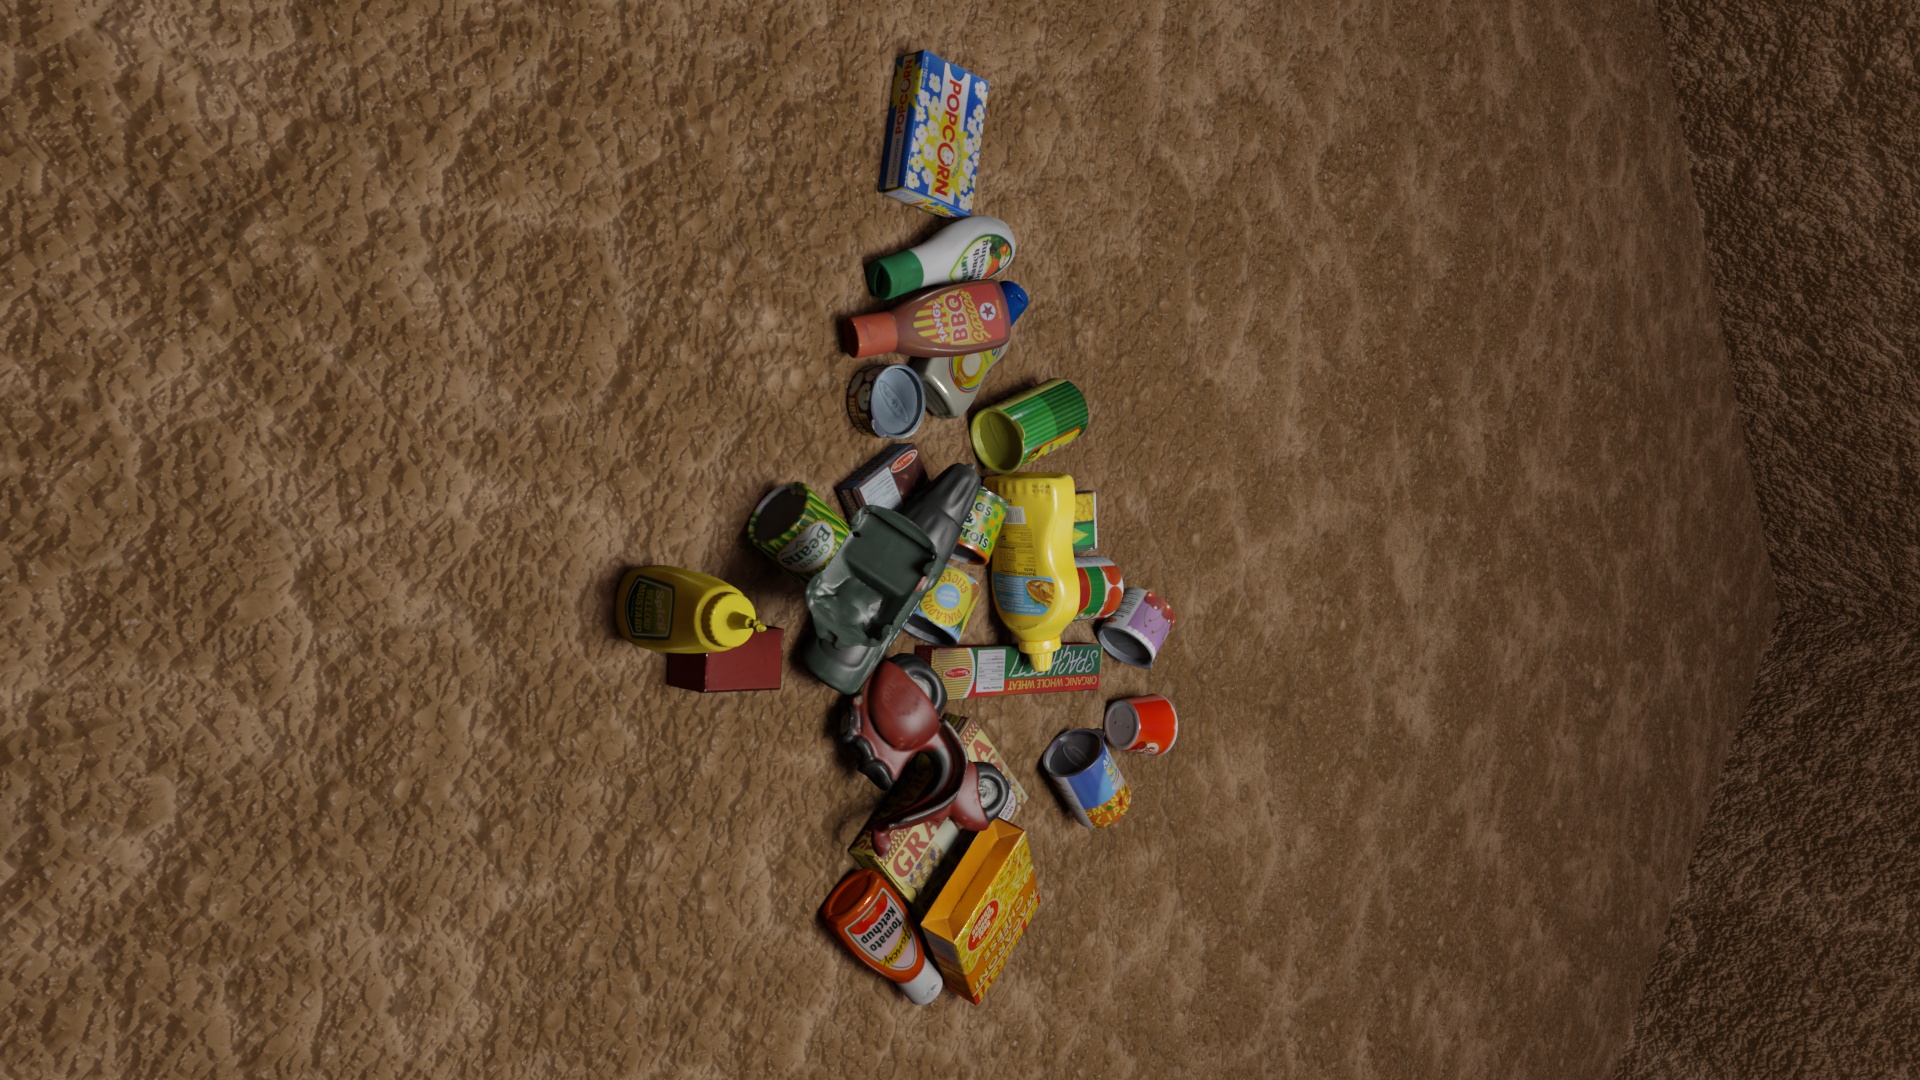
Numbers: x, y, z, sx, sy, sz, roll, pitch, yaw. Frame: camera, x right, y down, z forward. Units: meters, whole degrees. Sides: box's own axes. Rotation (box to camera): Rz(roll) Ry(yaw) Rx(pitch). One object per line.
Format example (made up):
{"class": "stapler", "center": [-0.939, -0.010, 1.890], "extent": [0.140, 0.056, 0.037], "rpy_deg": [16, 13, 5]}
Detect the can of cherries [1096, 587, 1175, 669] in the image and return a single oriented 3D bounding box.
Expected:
{"class": "can of cherries", "center": [0.189, 0.094, 1.481], "extent": [0.058, 0.071, 0.071], "rpy_deg": [-56, 129, -28]}

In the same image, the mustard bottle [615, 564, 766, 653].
{"class": "mustard bottle", "center": [-0.195, 0.053, 1.021], "extent": [0.049, 0.160, 0.065], "rpy_deg": [5, 89, -44]}

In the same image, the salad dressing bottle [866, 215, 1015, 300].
{"class": "salad dressing bottle", "center": [-0.017, -0.253, 1.255], "extent": [0.148, 0.044, 0.064], "rpy_deg": [-26, 146, -35]}

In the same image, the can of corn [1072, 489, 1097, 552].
{"class": "can of corn", "center": [0.101, -0.019, 1.384], "extent": [0.071, 0.071, 0.058], "rpy_deg": [-8, 99, -45]}

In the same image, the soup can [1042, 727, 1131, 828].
{"class": "soup can", "center": [0.134, 0.245, 1.436], "extent": [0.072, 0.071, 0.083], "rpy_deg": [-50, 126, -30]}

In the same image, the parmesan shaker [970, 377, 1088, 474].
{"class": "parmesan shaker", "center": [0.070, -0.112, 1.339], "extent": [0.103, 0.071, 0.071], "rpy_deg": [-28, 113, -41]}

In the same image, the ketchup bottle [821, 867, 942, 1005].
{"class": "ketchup bottle", "center": [-0.065, 0.365, 1.261], "extent": [0.065, 0.043, 0.148], "rpy_deg": [-44, 124, -20]}

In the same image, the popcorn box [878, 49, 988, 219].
{"class": "popcorn box", "center": [-0.023, -0.363, 1.249], "extent": [0.085, 0.038, 0.126], "rpy_deg": [10, 86, -44]}

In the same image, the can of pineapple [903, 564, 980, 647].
{"class": "can of pineapple", "center": [-0.021, 0.057, 1.263], "extent": [0.071, 0.071, 0.058], "rpy_deg": [42, 64, -39]}

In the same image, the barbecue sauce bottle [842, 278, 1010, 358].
{"class": "barbecue sauce bottle", "center": [-0.030, -0.190, 1.227], "extent": [0.149, 0.043, 0.065], "rpy_deg": [-14, 94, -25]}

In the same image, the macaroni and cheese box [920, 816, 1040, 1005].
{"class": "macaroni and cheese box", "center": [0.023, 0.350, 1.306], "extent": [0.124, 0.040, 0.165], "rpy_deg": [-53, 152, -27]}

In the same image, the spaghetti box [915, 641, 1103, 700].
{"class": "spaghetti box", "center": [0.052, 0.127, 1.372], "extent": [0.250, 0.028, 0.050], "rpy_deg": [3, 91, -45]}

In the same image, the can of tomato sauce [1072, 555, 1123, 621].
{"class": "can of tomato sauce", "center": [0.114, 0.051, 1.402], "extent": [0.083, 0.071, 0.071], "rpy_deg": [-2, 95, -46]}

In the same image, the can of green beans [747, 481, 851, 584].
{"class": "can of green beans", "center": [-0.133, -0.007, 1.146], "extent": [0.057, 0.071, 0.071], "rpy_deg": [46, 62, -37]}

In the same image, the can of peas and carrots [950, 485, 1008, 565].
{"class": "can of peas and carrots", "center": [0.005, -0.016, 1.282], "extent": [0.071, 0.071, 0.059], "rpy_deg": [33, 71, -42]}

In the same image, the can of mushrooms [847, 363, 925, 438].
{"class": "can of mushrooms", "center": [-0.067, -0.121, 1.228], "extent": [0.071, 0.033, 0.071], "rpy_deg": [-6, 98, -46]}

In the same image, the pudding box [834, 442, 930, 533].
{"class": "pudding box", "center": [-0.067, -0.046, 1.236], "extent": [0.084, 0.030, 0.049], "rpy_deg": [-40, 119, -36]}

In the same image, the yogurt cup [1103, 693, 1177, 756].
{"class": "yogurt cup", "center": [0.192, 0.199, 1.496], "extent": [0.054, 0.072, 0.072], "rpy_deg": [6, 89, -37]}

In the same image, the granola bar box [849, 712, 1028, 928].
{"class": "granola bar box", "center": [-0.016, 0.265, 1.307], "extent": [0.166, 0.039, 0.123], "rpy_deg": [-53, 127, -29]}

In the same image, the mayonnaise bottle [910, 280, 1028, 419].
{"class": "mayonnaise bottle", "center": [0.012, -0.183, 1.296], "extent": [0.064, 0.041, 0.149], "rpy_deg": [52, 59, -29]}
